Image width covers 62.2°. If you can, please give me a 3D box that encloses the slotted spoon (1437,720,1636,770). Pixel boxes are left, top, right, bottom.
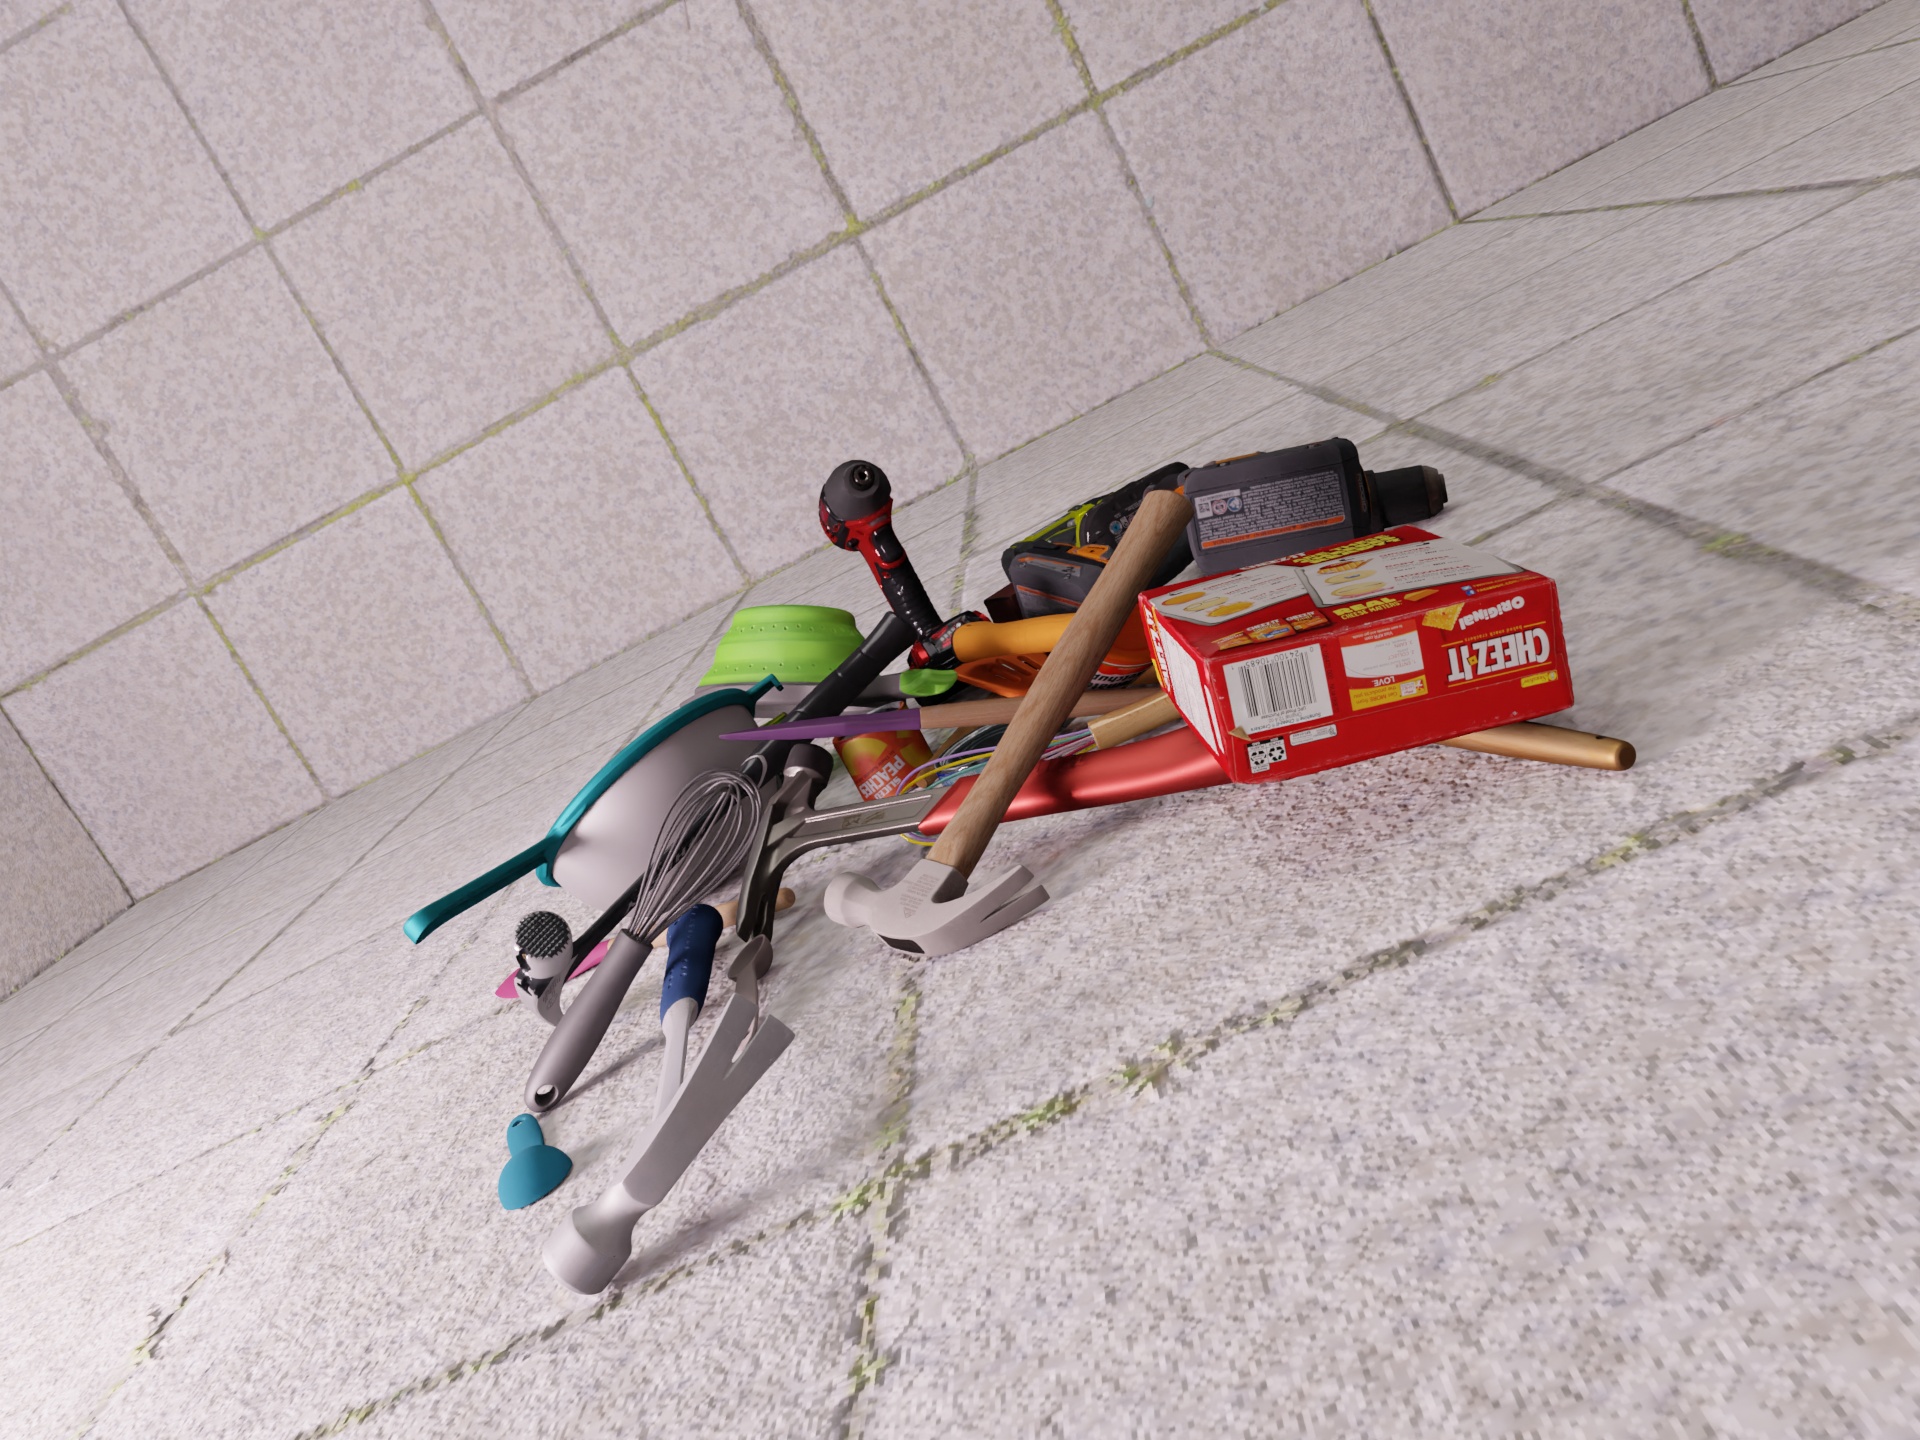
[{"bbox_3d":[0.229,0.000,0.827,0.070,0.031,0.314,-12,10,-20],"label":"slotted spoon"}]

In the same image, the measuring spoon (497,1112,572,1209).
[{"bbox_3d":[-0.248,0.238,0.897,0.042,0.021,0.129,-32,15,-15],"label":"measuring spoon"}]

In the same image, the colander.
[{"bbox_3d":[-0.111,-0.058,1.371,0.204,0.094,0.397,2,-4,-29],"label":"colander"}]

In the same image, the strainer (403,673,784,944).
[{"bbox_3d":[-0.244,0.103,1.158,0.340,0.095,0.211,-34,-14,-51],"label":"strainer"}]

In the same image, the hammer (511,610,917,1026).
[{"bbox_3d":[-0.157,0.054,1.106,0.409,0.036,0.149,-47,-14,-34],"label":"hammer"}]

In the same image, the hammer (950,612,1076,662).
[{"bbox_3d":[0.114,-0.066,1.167,0.337,0.034,0.127,-4,16,45],"label":"hammer"}]

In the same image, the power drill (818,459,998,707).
[{"bbox_3d":[-0.050,-0.127,1.395,0.078,0.220,0.143,-31,-4,-12],"label":"power drill"}]

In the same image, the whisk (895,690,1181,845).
[{"bbox_3d":[0.069,0.023,1.048,0.245,0.051,0.047,-23,32,2],"label":"whisk"}]

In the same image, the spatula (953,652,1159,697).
[{"bbox_3d":[0.111,-0.042,1.190,0.081,0.041,0.323,-26,12,-31],"label":"spatula"}]

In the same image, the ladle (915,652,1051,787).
[{"bbox_3d":[0.044,-0.030,1.311,0.069,0.031,0.315,-9,24,36],"label":"ladle"}]

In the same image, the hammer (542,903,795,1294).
[{"bbox_3d":[-0.153,0.165,0.890,0.144,0.035,0.405,-52,10,2],"label":"hammer"}]

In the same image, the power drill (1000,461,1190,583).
[{"bbox_3d":[0.153,-0.195,1.607,0.171,0.080,0.223,-32,11,-16],"label":"power drill"}]

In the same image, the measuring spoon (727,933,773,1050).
[{"bbox_3d":[-0.123,0.166,0.947,0.034,0.018,0.124,-45,18,9],"label":"measuring spoon"}]

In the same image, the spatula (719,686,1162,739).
[{"bbox_3d":[-0.002,-0.003,1.061,0.316,0.018,0.060,-5,-3,-4],"label":"spatula"}]

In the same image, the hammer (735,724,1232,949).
[{"bbox_3d":[0.018,0.055,0.965,0.359,0.036,0.149,-12,49,32],"label":"hammer"}]

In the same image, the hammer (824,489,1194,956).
[{"bbox_3d":[0.051,-0.006,0.938,0.130,0.031,0.331,11,62,46],"label":"hammer"}]

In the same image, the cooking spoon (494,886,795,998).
[{"bbox_3d":[-0.238,0.162,1.171,0.319,0.017,0.069,-19,15,35],"label":"cooking spoon"}]

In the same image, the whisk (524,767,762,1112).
[{"bbox_3d":[-0.194,0.134,0.961,0.239,0.055,0.055,-58,16,-1],"label":"whisk"}]

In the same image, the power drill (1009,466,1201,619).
[{"bbox_3d":[0.154,-0.145,1.342,0.226,0.084,0.164,-32,30,-24],"label":"power drill"}]

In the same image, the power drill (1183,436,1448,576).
[{"bbox_3d":[0.256,-0.152,1.142,0.185,0.084,0.226,-10,2,16],"label":"power drill"}]
